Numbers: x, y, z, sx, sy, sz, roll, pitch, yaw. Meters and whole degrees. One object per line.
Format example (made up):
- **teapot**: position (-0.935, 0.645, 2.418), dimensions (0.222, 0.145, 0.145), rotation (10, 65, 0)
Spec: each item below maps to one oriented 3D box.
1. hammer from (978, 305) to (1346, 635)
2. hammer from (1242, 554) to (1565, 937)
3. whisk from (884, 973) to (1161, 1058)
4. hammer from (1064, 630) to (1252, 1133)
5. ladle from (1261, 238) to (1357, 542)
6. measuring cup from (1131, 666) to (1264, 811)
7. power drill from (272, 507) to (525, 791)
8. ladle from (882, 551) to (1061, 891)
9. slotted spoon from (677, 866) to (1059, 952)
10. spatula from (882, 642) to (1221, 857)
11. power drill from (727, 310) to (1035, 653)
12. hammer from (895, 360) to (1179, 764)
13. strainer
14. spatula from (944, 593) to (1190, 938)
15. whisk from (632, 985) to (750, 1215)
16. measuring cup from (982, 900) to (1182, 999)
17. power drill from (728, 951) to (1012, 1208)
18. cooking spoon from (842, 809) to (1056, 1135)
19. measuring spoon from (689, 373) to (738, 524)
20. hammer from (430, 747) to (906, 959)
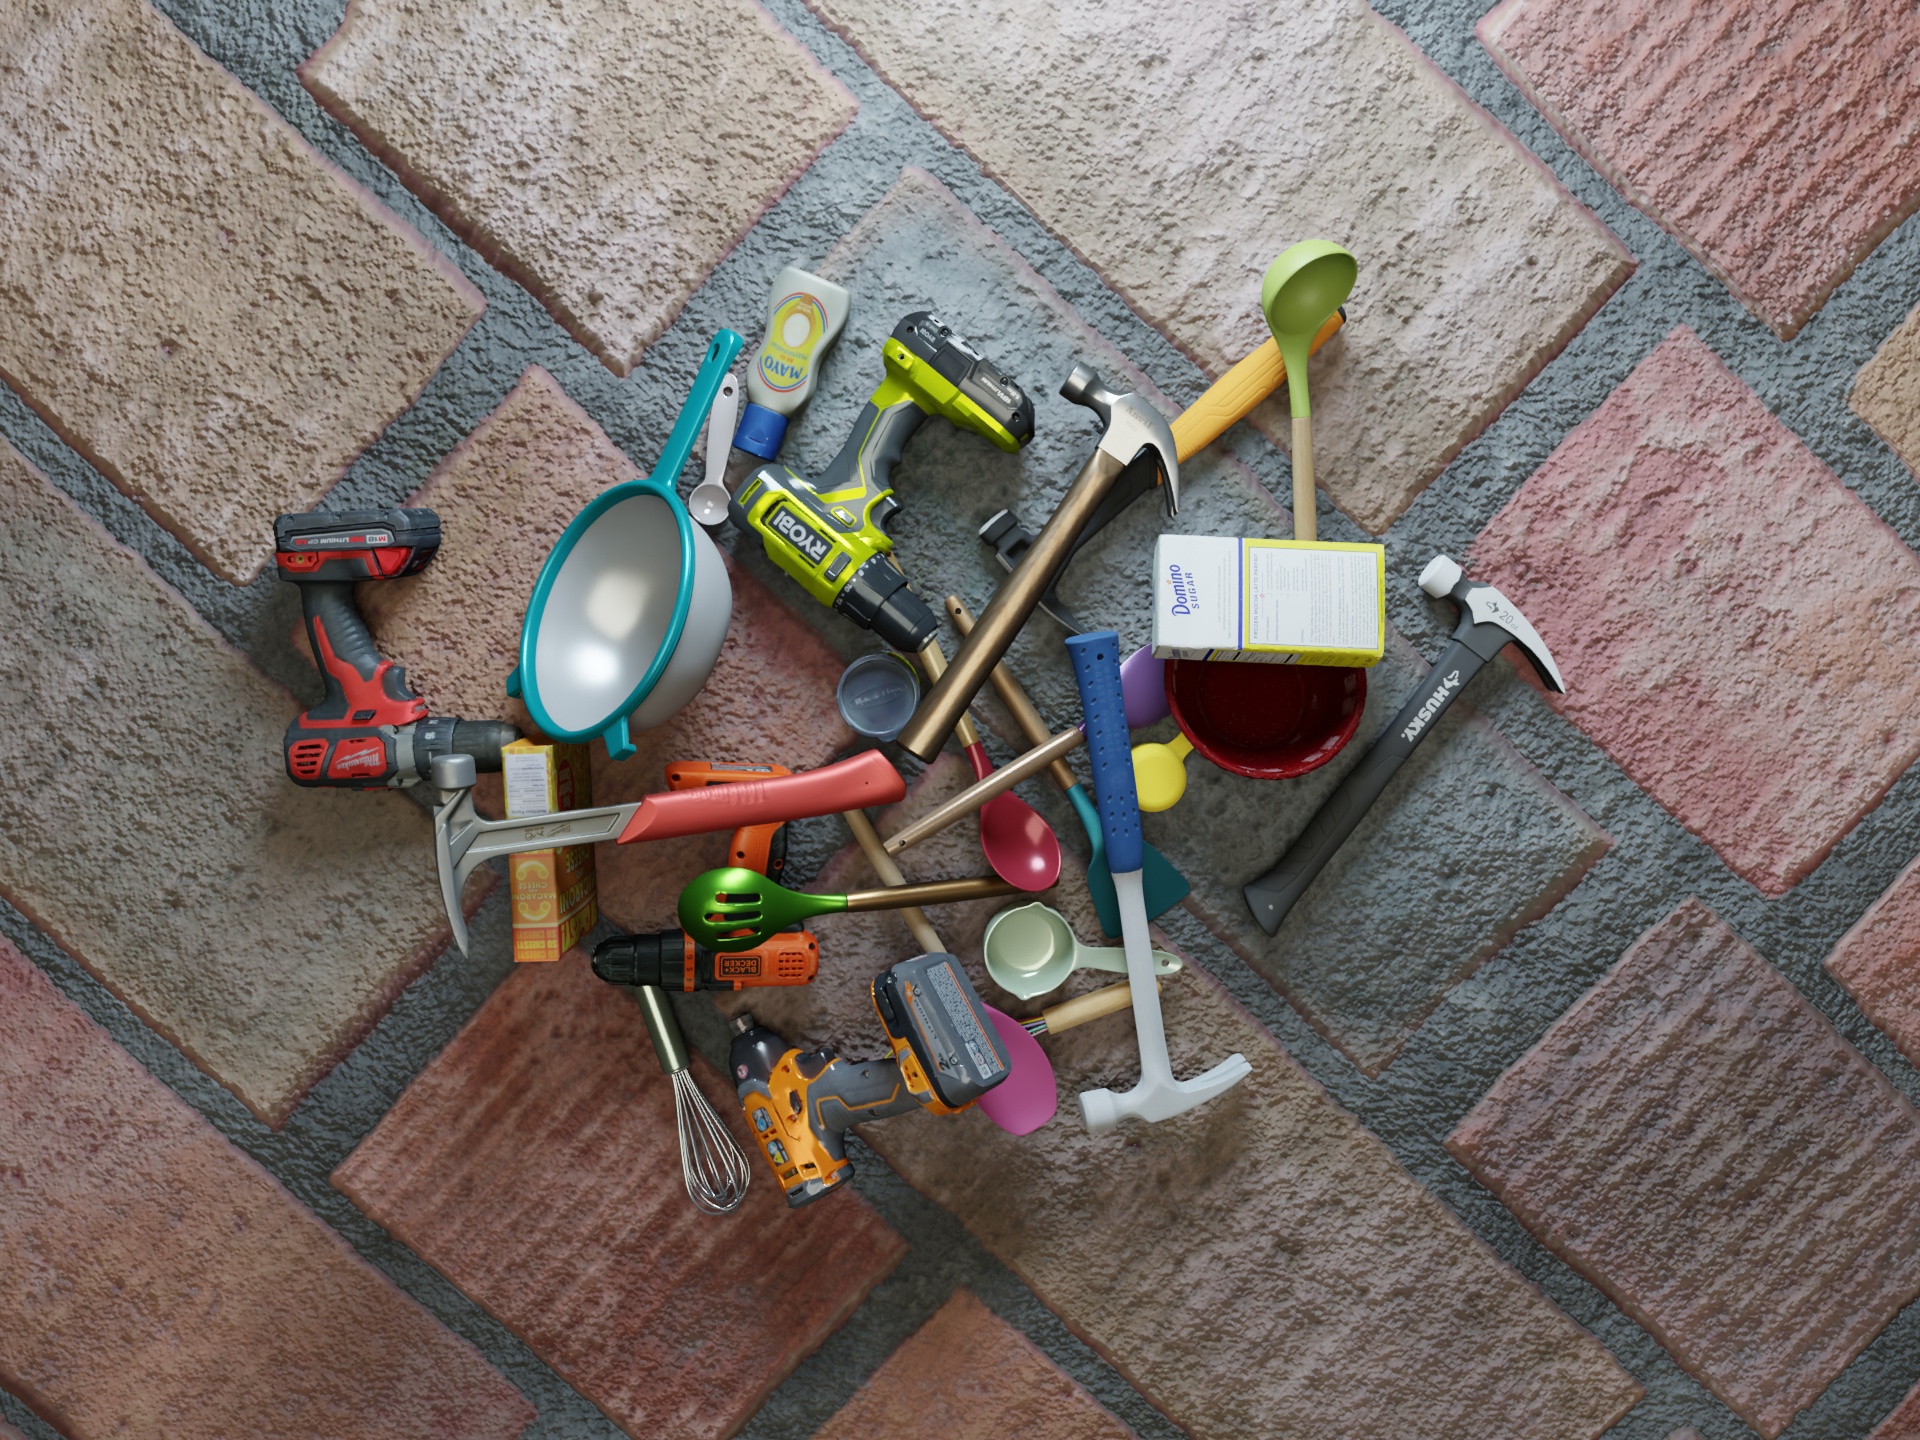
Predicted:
- **hammer**: position (0.179, -0.215, 1.279), dimensions (0.337, 0.034, 0.127), rotation (-42, 94, 4)
- **hammer**: position (0.348, 0.040, 1.304), dimensions (0.146, 0.035, 0.335), rotation (37, 95, -3)
- **whisk**: position (0.050, 0.256, 1.323), dimensions (0.245, 0.051, 0.047), rotation (-19, 90, -1)
- **hammer**: position (0.141, 0.129, 1.279), dimensions (0.144, 0.035, 0.405), rotation (-11, 100, -7)
- **ladle**: position (0.276, -0.211, 1.247), dimensions (0.078, 0.062, 0.320), rotation (-14, 109, -25)
- **measuring cup**: position (0.193, 0.013, 1.304), dimensions (0.156, 0.029, 0.062), rotation (-44, 94, 4)
- **power drill**: position (-0.451, -0.055, 1.275), dimensions (0.188, 0.080, 0.226), rotation (-2, 99, 0)
- **ladle**: position (-0.002, -0.004, 1.298), dimensions (0.069, 0.031, 0.315), rotation (-25, 91, -34)
- **slotted spoon**: position (-0.067, 0.141, 1.274), dimensions (0.313, 0.031, 0.070), rotation (-4, 103, -19)
- **spatula**: position (0.073, 0.022, 1.280), dimensions (0.316, 0.018, 0.060), rotation (-32, 95, -11)
- **power drill**: position (-0.045, -0.184, 1.251), dimensions (0.190, 0.080, 0.228), rotation (40, 95, 5)
- **hammer**: position (0.056, -0.109, 1.246), dimensions (0.130, 0.031, 0.331), rotation (33, 90, -3)
- **strainer**: position (-0.220, -0.132, 1.241), dimensions (0.095, 0.211, 0.340), rotation (24, 89, -44)
- **spatula**: position (0.076, 0.033, 1.311), dimensions (0.082, 0.044, 0.317), rotation (-32, 90, 4)
- **whisk**: position (-0.233, 0.298, 1.327), dimensions (0.058, 0.059, 0.246), rotation (-21, 92, -35)
- **measuring cup**: position (0.100, 0.191, 1.321), dimensions (0.167, 0.038, 0.083), rotation (7, 97, -8)
- **power drill**: position (-0.088, 0.274, 1.275), dimensions (0.226, 0.084, 0.164), rotation (-35, 76, 25)
- **cooking spoon**: position (-0.018, 0.193, 1.301), dimensions (0.069, 0.017, 0.319), rotation (-30, 85, -12)
- **measuring spoon**: position (-0.195, -0.219, 1.290), dimensions (0.034, 0.018, 0.124), rotation (9, 89, 1)
- **hammer**: position (-0.215, 0.081, 1.219), dimensions (0.359, 0.037, 0.149), rotation (-7, 98, -21)
